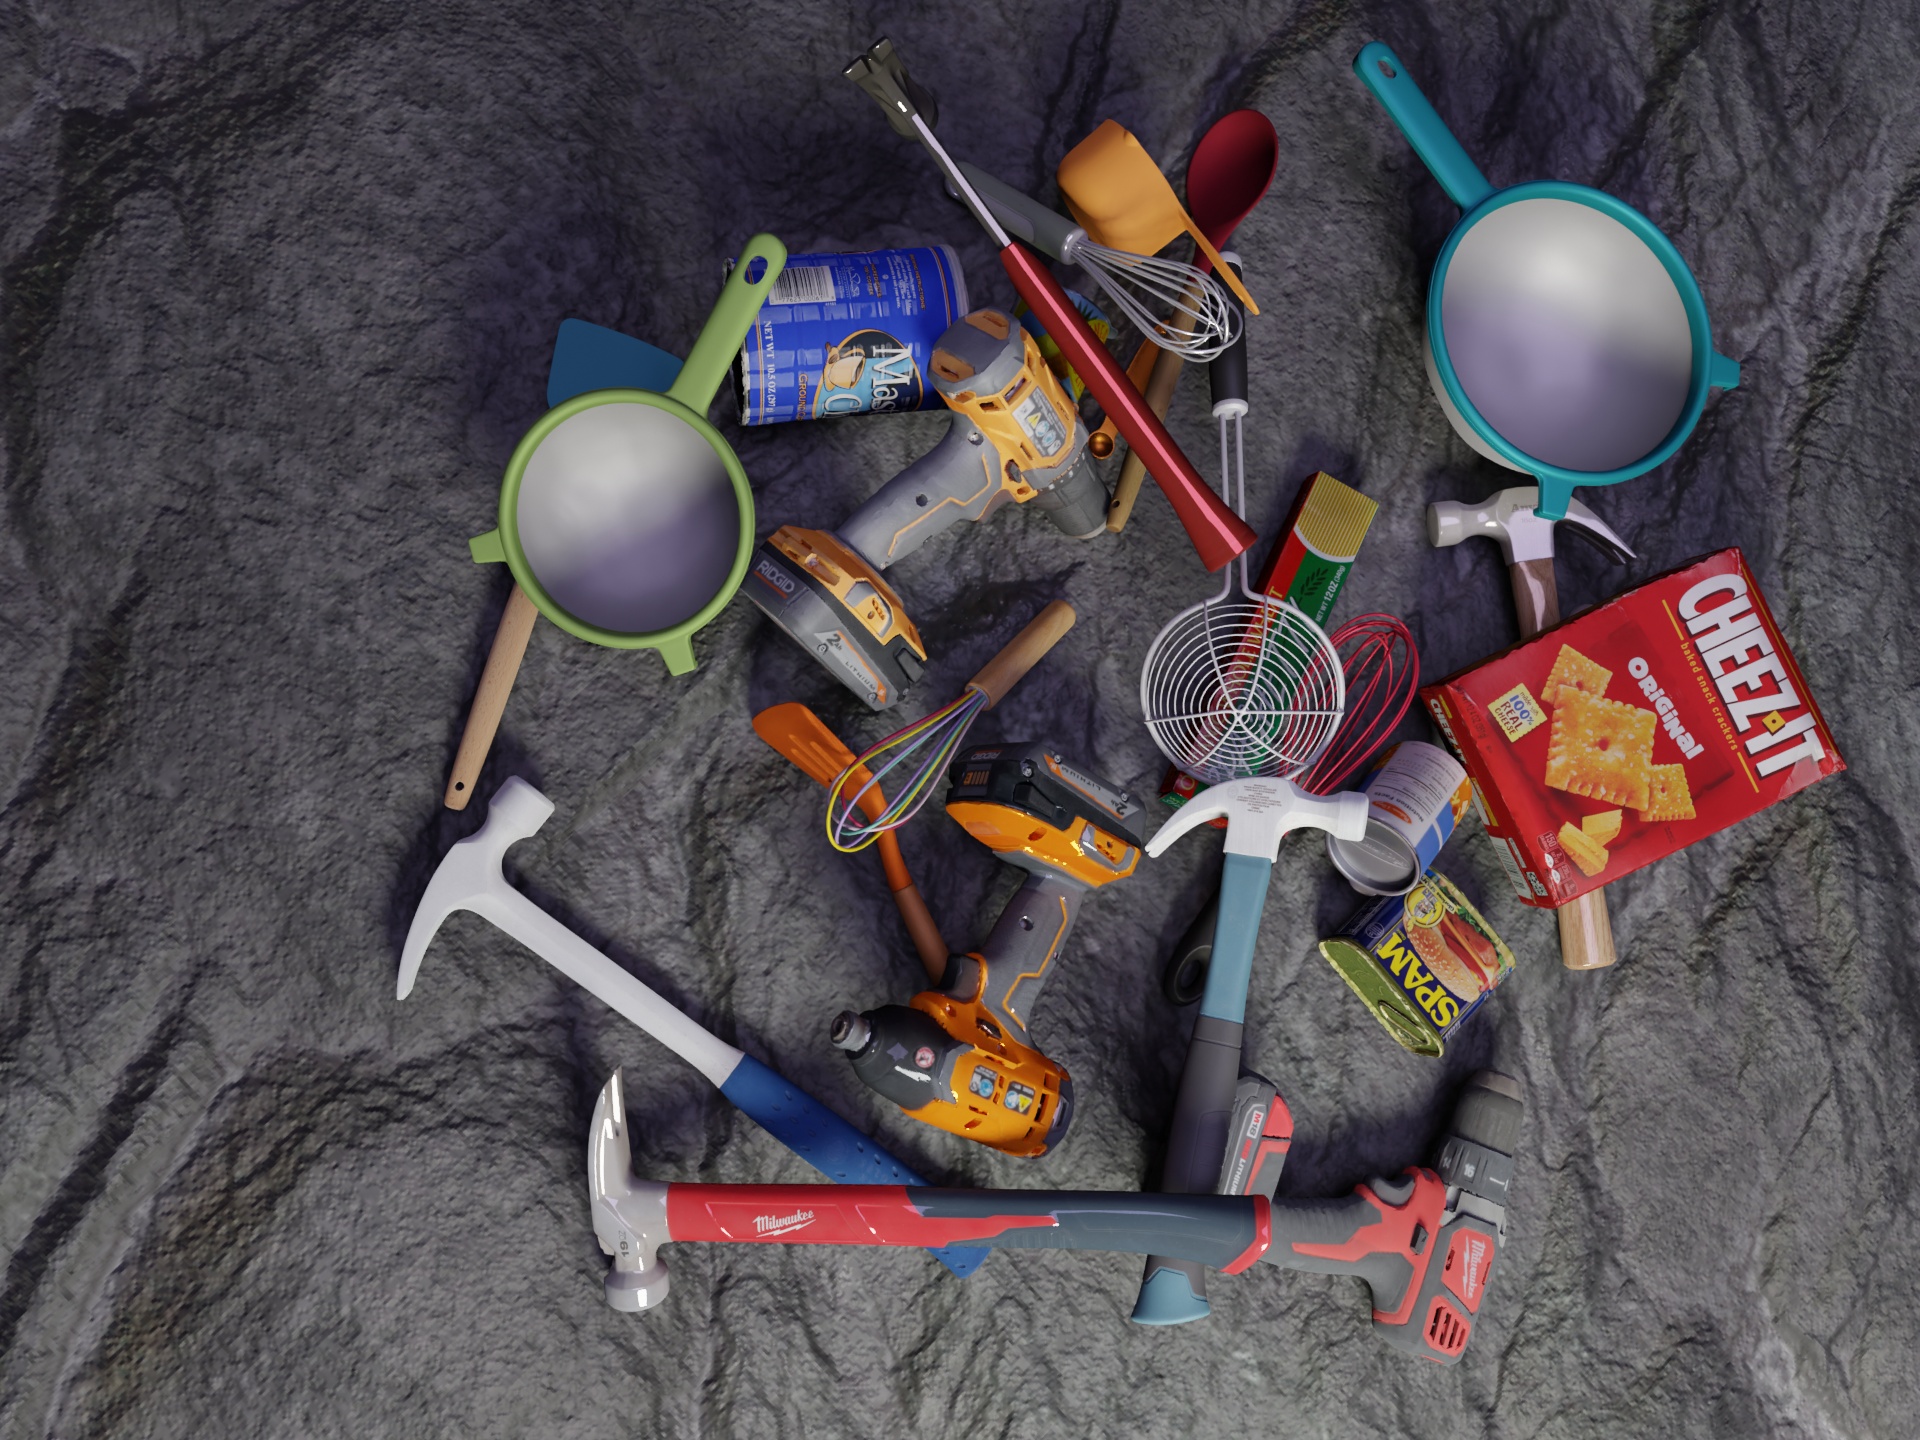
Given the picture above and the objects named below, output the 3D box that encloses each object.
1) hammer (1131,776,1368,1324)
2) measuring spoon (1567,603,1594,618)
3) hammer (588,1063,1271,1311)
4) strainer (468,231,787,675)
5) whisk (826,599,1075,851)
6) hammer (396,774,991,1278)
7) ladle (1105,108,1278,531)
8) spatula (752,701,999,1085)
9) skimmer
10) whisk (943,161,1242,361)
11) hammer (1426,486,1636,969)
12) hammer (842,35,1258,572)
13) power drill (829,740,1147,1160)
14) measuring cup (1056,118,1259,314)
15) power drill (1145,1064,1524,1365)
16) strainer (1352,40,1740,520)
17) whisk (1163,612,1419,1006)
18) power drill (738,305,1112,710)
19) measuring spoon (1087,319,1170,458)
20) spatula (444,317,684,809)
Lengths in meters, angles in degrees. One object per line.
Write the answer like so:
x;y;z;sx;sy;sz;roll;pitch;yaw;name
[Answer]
0.154;0.193;0.953;0.128;0.033;0.331;9;77;18;hammer
0.443;-0.022;1.113;0.034;0.018;0.124;6;81;-11;measuring spoon
-0.020;0.268;0.905;0.386;0.038;0.143;-1;102;7;hammer
-0.166;-0.166;0.937;0.151;0.069;0.256;30;99;-2;strainer
-0.002;-0.005;0.974;0.245;0.051;0.047;-45;104;-35;whisk
-0.151;0.210;0.962;0.405;0.035;0.144;37;78;-5;hammer
0.149;-0.267;1.057;0.031;0.069;0.315;35;69;-47;ladle
-0.033;0.130;0.989;0.041;0.081;0.322;-28;95;-30;spatula
0.181;-0.138;1.050;0.127;0.090;0.364;-3;66;14;skimmer
0.078;-0.297;1.011;0.059;0.057;0.246;-38;61;-24;whisk
0.411;0.004;1.092;0.130;0.031;0.331;-8;88;0;hammer
0.058;-0.241;0.946;0.036;0.149;0.359;-36;94;12;hammer
0.016;0.130;0.948;0.164;0.084;0.227;29;70;-32;power drill
0.124;-0.310;1.031;0.052;0.095;0.174;-36;69;7;measuring cup
0.250;0.287;1.015;0.226;0.080;0.188;23;80;-11;power drill
0.359;-0.304;1.092;0.211;0.095;0.340;-35;89;-15;strainer
0.215;0.058;1.043;0.073;0.073;0.296;32;85;-6;whisk
-0.007;-0.116;0.982;0.226;0.185;0.084;-49;50;-4;power drill
0.116;-0.224;1.078;0.021;0.011;0.117;31;75;-5;measuring spoon
-0.258;-0.097;0.983;0.082;0.044;0.317;19;85;-10;spatula
